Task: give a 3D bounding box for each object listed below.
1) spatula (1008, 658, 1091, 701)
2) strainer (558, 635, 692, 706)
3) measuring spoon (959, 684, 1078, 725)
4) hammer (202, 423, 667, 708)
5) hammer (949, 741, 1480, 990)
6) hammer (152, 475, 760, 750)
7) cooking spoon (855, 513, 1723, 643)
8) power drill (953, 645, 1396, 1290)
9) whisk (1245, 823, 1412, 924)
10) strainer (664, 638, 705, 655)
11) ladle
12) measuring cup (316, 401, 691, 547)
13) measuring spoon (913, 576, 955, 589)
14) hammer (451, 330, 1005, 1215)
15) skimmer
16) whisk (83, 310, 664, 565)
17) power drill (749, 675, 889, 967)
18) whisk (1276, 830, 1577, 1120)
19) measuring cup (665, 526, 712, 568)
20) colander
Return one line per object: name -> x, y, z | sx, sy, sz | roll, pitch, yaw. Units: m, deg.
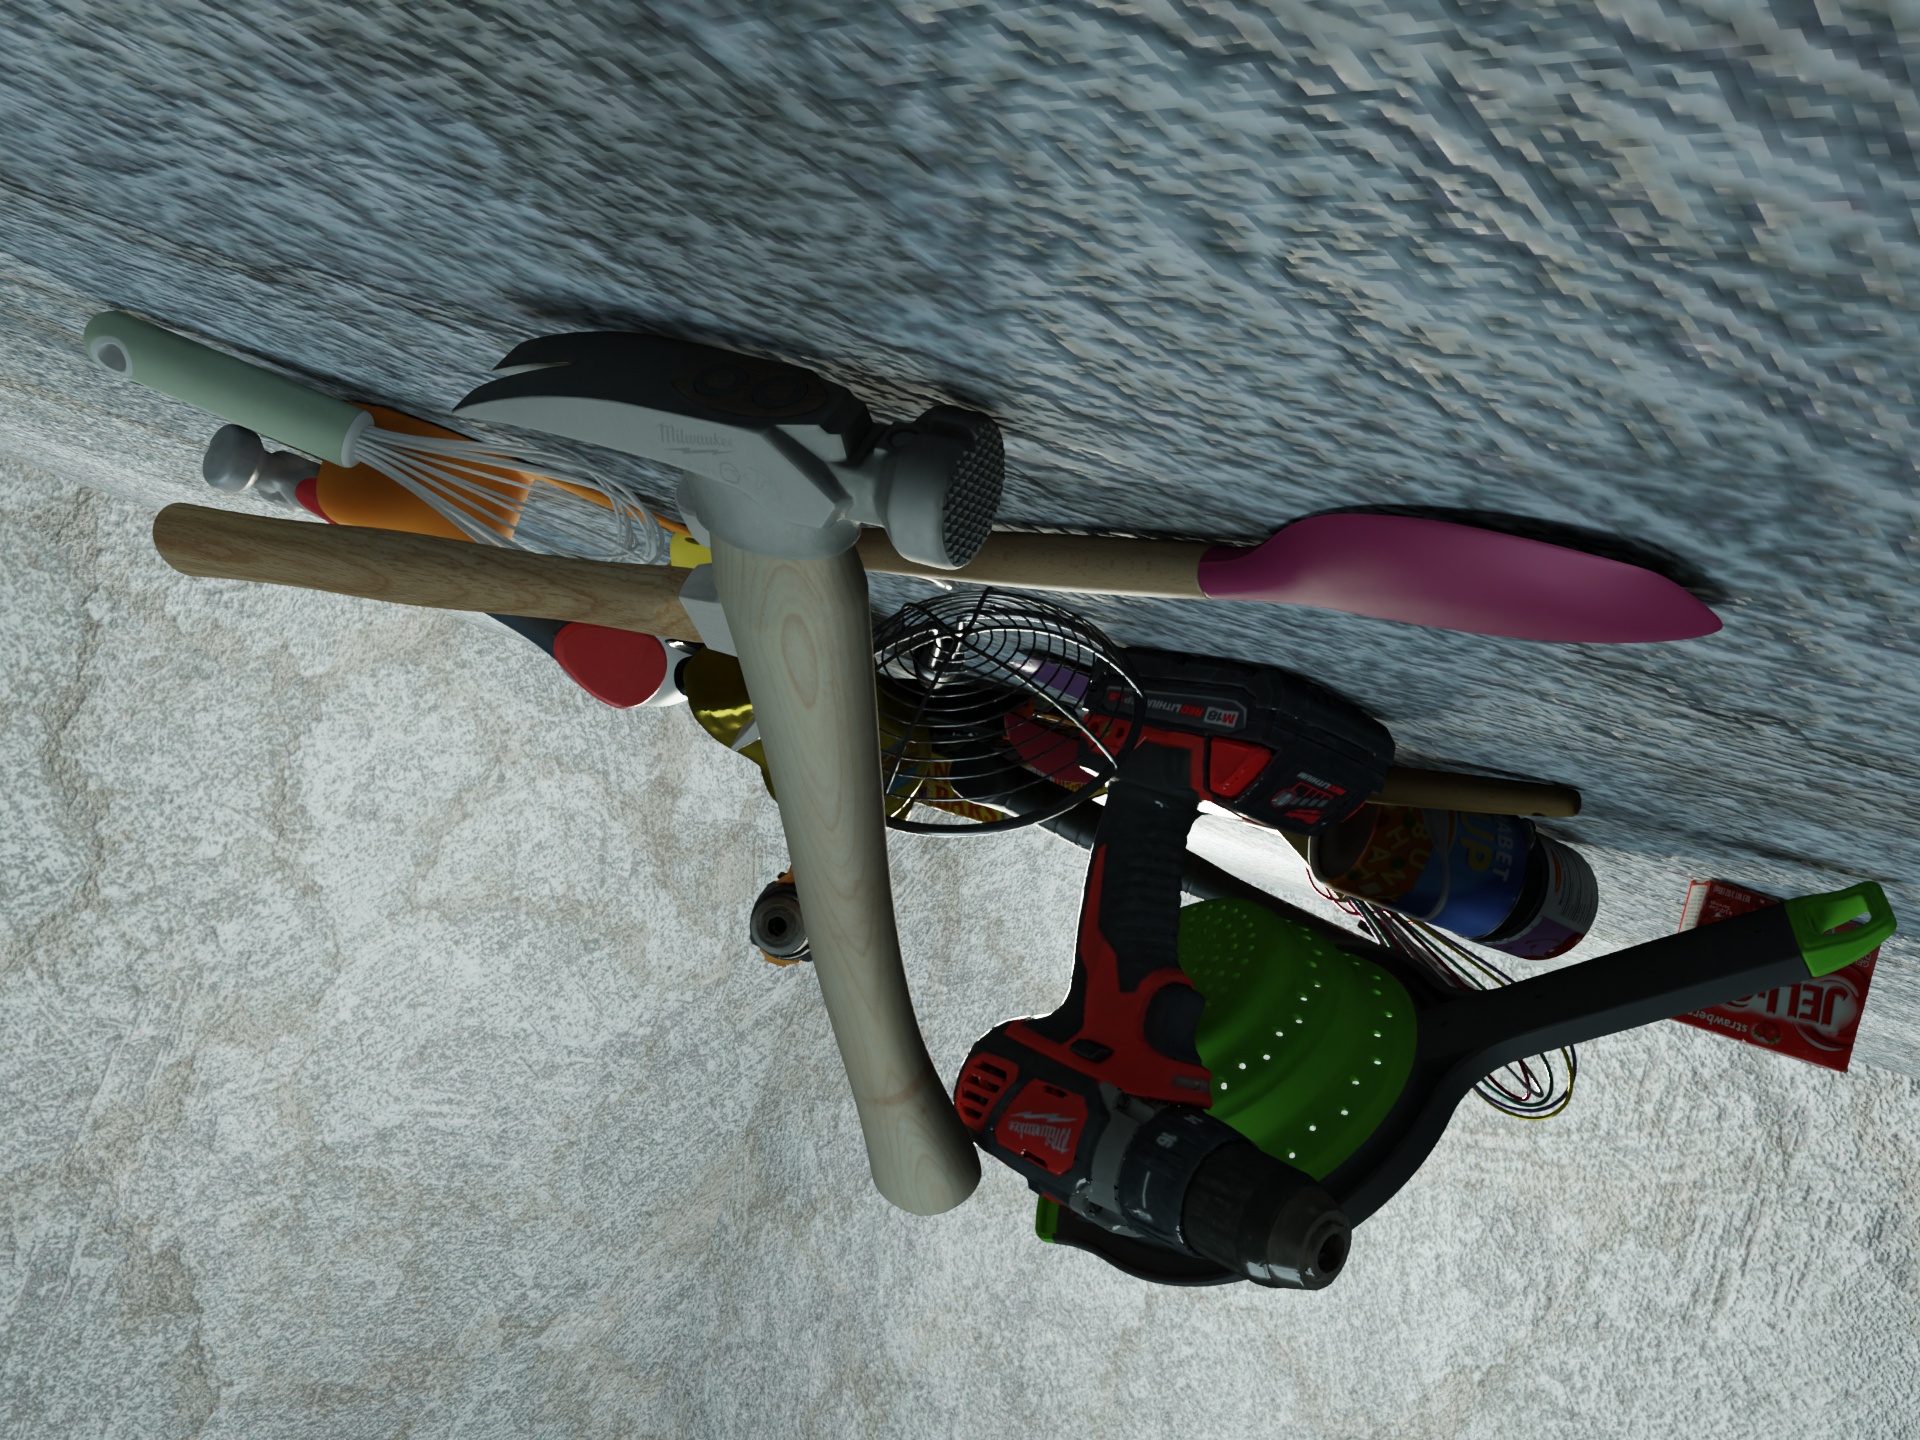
spatula -> 0.167, 0.023, 0.830 | 0.315, 0.018, 0.060 | 21, 172, -18
strainer -> -0.252, -0.049, 1.050 | 0.152, 0.069, 0.256 | 14, -175, 38
measuring spoon -> 0.035, -0.013, 0.997 | 0.021, 0.011, 0.117 | 22, 178, -37
hammer -> -0.260, -0.079, 0.838 | 0.387, 0.038, 0.143 | 26, -177, 42
hammer -> 0.145, 0.093, 0.907 | 0.334, 0.035, 0.146 | 26, -174, -14
hammer -> -0.193, -0.055, 0.624 | 0.331, 0.031, 0.129 | 9, 143, 26
cooking spoon -> 0.054, -0.043, 0.450 | 0.068, 0.017, 0.319 | 22, 174, -38
power drill -> 0.096, 0.095, 0.628 | 0.080, 0.227, 0.188 | 21, 175, -38
whisk -> 0.223, 0.072, 0.997 | 0.073, 0.073, 0.296 | 19, -178, -11
strainer -> -0.135, -0.031, 1.046 | 0.087, 0.050, 0.258 | 13, 167, 5
ladle -> 0.140, 0.024, 0.760 | 0.315, 0.031, 0.069 | 5, 164, 44
measuring cup -> -0.203, -0.088, 0.703 | 0.173, 0.052, 0.095 | 19, 176, 12
measuring spoon -> -0.048, -0.065, 0.595 | 0.124, 0.018, 0.034 | 21, 175, -43
hammer -> -0.047, 0.055, 0.537 | 0.146, 0.038, 0.410 | 16, 141, 20
skimmer -> -0.001, -0.002, 0.722 | 0.127, 0.090, 0.363 | -13, 179, -3
whisk -> -0.237, -0.112, 0.646 | 0.246, 0.059, 0.057 | 22, 132, -2
power drill -> -0.101, 0.073, 1.183 | 0.084, 0.226, 0.185 | 18, 176, 2
whisk -> 0.217, 0.106, 0.820 | 0.245, 0.051, 0.047 | 50, 151, 27
measuring cup -> -0.130, -0.078, 0.805 | 0.062, 0.029, 0.156 | 17, 164, -3
colander -> 0.185, 0.120, 0.702 | 0.397, 0.205, 0.094 | -24, 111, 26
